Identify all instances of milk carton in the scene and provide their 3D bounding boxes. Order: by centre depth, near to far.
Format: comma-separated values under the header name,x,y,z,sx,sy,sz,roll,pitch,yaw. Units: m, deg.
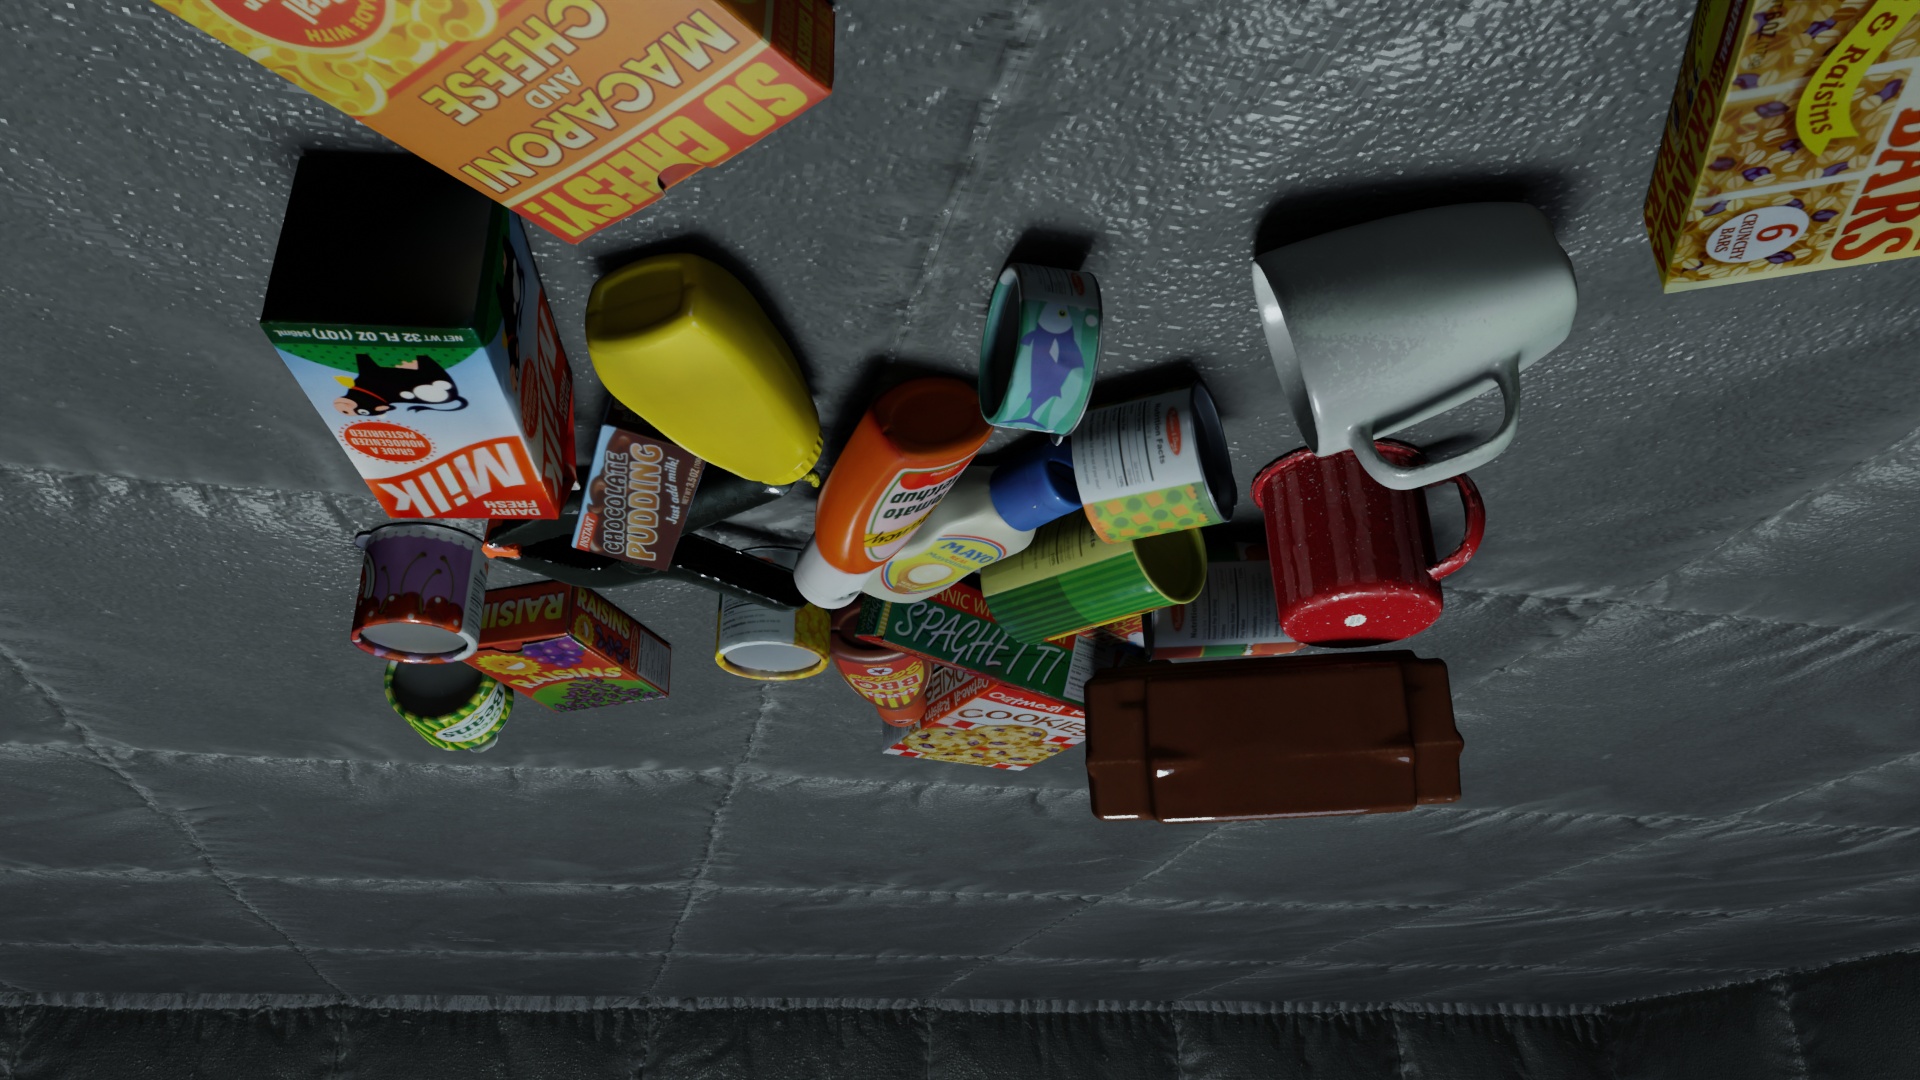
name,x,y,z,sx,sy,sz,roll,pitch,yaw
milk carton,-0.203,-0.063,0.557,0.072,0.074,0.189,1,155,-5

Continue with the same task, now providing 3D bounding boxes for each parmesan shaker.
name,x,y,z,sx,sy,sz,roll,pitch,yaw
parmesan shaker,0.071,0.012,0.741,0.103,0.071,0.071,-21,149,40

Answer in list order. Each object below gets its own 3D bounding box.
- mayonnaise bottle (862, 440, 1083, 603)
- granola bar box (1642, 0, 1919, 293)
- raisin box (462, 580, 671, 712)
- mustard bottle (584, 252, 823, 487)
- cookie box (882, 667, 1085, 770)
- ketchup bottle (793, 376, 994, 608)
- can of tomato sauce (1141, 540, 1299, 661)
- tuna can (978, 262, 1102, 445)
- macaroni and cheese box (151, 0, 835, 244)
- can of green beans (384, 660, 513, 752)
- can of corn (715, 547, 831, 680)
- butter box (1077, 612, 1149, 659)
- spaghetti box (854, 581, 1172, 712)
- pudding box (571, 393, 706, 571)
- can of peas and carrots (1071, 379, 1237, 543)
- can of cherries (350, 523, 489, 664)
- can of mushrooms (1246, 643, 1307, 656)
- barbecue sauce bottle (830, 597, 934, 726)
name,x,y,z,sx,sy,sz,roll,pitch,yaw
mayonnaise bottle,0.003,-0.009,0.721,0.065,0.041,0.147,22,147,-37
granola bar box,0.299,-0.150,0.442,0.124,0.039,0.165,-7,154,13
raisin box,-0.250,0.069,0.875,0.086,0.040,0.123,-8,153,15
mustard bottle,-0.097,-0.061,0.596,0.065,0.049,0.160,-11,154,14
cookie box,0.035,0.122,1.000,0.123,0.040,0.166,13,151,-28
ketchup bottle,-0.041,-0.018,0.667,0.065,0.043,0.148,-21,160,-36
can of tomato sauce,0.146,0.033,0.792,0.083,0.071,0.071,-3,154,2
tuna can,0.030,-0.074,0.553,0.033,0.071,0.070,7,153,-13
macaroni and cheese box,-0.136,-0.159,0.397,0.123,0.040,0.166,-18,150,33
can of green beans,-0.328,0.095,0.894,0.071,0.071,0.057,0,154,-2
can of corn,-0.107,0.045,0.809,0.071,0.058,0.071,-1,154,0
butter box,0.103,0.045,0.861,0.053,0.024,0.103,-23,147,37
spaghetti box,0.041,0.068,0.866,0.250,0.050,0.028,22,165,-38
pudding box,-0.149,-0.028,0.652,0.050,0.030,0.083,17,132,-14
can of peas and carrots,0.090,-0.034,0.643,0.058,0.071,0.071,-12,153,22
can of cherries,-0.300,0.030,0.767,0.071,0.058,0.071,-2,155,-1
can of mushrooms,0.186,0.046,0.858,0.071,0.033,0.070,-2,155,-1
barbecue sauce bottle,-0.046,0.083,0.911,0.065,0.044,0.148,-4,155,3
